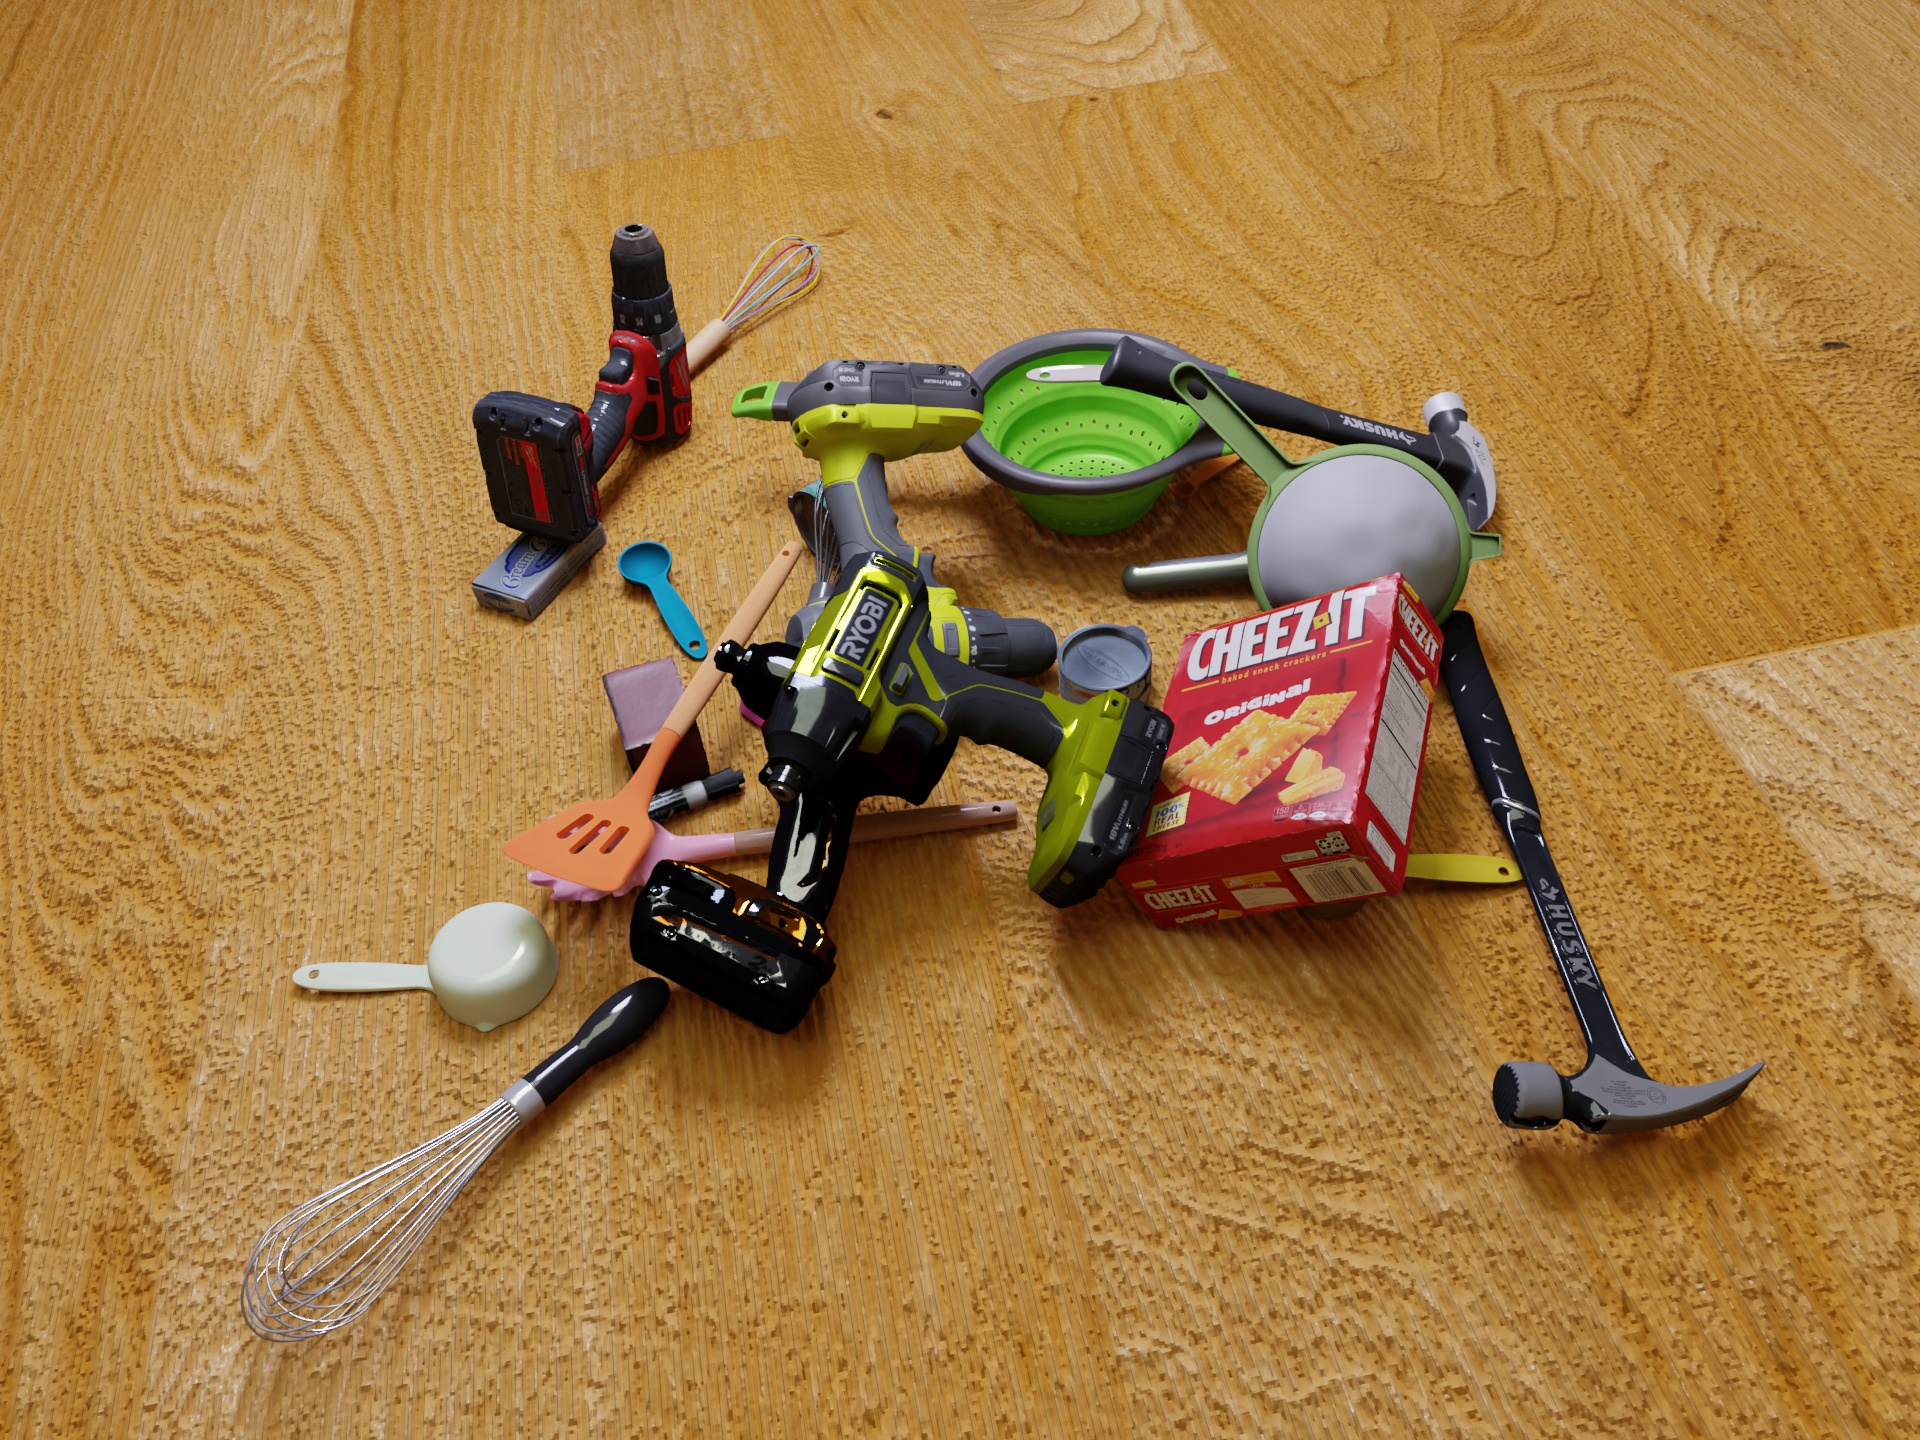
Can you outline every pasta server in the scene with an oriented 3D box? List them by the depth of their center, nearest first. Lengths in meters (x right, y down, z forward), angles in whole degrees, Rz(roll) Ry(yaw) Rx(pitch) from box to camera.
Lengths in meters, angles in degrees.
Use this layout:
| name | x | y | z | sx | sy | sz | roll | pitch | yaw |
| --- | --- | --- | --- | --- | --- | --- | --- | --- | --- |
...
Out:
| name | x | y | z | sx | sy | sz | roll | pitch | yaw |
| --- | --- | --- | --- | --- | --- | --- | --- | --- | --- |
| pasta server | -0.120 | 0.076 | 1.035 | 0.316 | 0.040 | 0.060 | -7 | 75 | -3 |

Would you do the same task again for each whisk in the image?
| name | x | y | z | sx | sy | sz | roll | pitch | yaw |
| --- | --- | --- | --- | --- | --- | --- | --- | --- | --- |
| whisk | -0.272 | 0.236 | 0.893 | 0.070 | 0.070 | 0.284 | 30 | 51 | 29 |
| whisk | -0.095 | -0.093 | 1.140 | 0.055 | 0.055 | 0.239 | 8 | 66 | 12 |
| whisk | 0.242 | -0.117 | 1.176 | 0.246 | 0.059 | 0.058 | -5 | 8 | 6 |
| whisk | -0.203 | -0.370 | 1.461 | 0.051 | 0.047 | 0.245 | 15 | 54 | 34 |

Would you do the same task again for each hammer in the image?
| name | x | y | z | sx | sy | sz | roll | pitch | yaw |
| --- | --- | --- | --- | --- | --- | --- | --- | --- | --- |
| hammer | 0.356 | 0.072 | 0.986 | 0.149 | 0.036 | 0.409 | 4 | 44 | -6 |
| hammer | 0.255 | -0.221 | 1.182 | 0.334 | 0.035 | 0.146 | 11 | 51 | -21 |

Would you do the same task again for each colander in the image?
| name | x | y | z | sx | sy | sz | roll | pitch | yaw |
| --- | --- | --- | --- | --- | --- | --- | --- | --- | --- |
| colander | 0.019 | -0.216 | 1.253 | 0.397 | 0.094 | 0.205 | 3 | 47 | 8 |

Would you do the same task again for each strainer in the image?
| name | x | y | z | sx | sy | sz | roll | pitch | yaw |
| --- | --- | --- | --- | --- | --- | --- | --- | --- | --- |
| strainer | 0.232 | -0.151 | 1.079 | 0.151 | 0.069 | 0.256 | -44 | 86 | 14 |

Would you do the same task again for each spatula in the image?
| name | x | y | z | sx | sy | sz | roll | pitch | yaw |
| --- | --- | --- | --- | --- | --- | --- | --- | --- | --- |
| spatula | -0.181 | -0.013 | 1.049 | 0.081 | 0.041 | 0.323 | 18 | 54 | 14 |

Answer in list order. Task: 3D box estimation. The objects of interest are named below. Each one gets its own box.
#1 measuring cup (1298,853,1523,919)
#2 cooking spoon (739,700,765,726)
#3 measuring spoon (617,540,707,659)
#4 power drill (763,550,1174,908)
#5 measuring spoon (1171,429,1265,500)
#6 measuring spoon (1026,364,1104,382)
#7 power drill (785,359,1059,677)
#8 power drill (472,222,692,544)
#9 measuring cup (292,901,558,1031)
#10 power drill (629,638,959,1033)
| name | x | y | z | sx | sy | sz | roll | pitch | yaw |
| --- | --- | --- | --- | --- | --- | --- | --- | --- | --- |
| measuring cup | 0.275 | 0.099 | 0.990 | 0.156 | 0.029 | 0.062 | 3 | 45 | -8 |
| cooking spoon | -0.002 | -0.004 | 1.110 | 0.319 | 0.017 | 0.069 | 7 | 48 | 13 |
| measuring spoon | -0.223 | -0.087 | 1.216 | 0.042 | 0.021 | 0.129 | -25 | 59 | -16 |
| power drill | 0.001 | 0.014 | 0.953 | 0.223 | 0.080 | 0.171 | 26 | 57 | -3 |
| measuring spoon | 0.210 | -0.206 | 1.288 | 0.021 | 0.011 | 0.117 | 31 | 53 | 31 |
| measuring spoon | 0.111 | -0.259 | 1.214 | 0.124 | 0.018 | 0.034 | 4 | 48 | 18 |
| power drill | -0.031 | -0.128 | 1.112 | 0.190 | 0.080 | 0.228 | -2 | 81 | -21 |
| power drill | -0.286 | -0.267 | 1.255 | 0.080 | 0.187 | 0.227 | 15 | 44 | 14 |
| measuring cup | -0.336 | 0.149 | 0.986 | 0.167 | 0.038 | 0.083 | -1 | 47 | 1 |
| power drill | -0.114 | 0.057 | 0.977 | 0.164 | 0.084 | 0.227 | 28 | 61 | -2 |
